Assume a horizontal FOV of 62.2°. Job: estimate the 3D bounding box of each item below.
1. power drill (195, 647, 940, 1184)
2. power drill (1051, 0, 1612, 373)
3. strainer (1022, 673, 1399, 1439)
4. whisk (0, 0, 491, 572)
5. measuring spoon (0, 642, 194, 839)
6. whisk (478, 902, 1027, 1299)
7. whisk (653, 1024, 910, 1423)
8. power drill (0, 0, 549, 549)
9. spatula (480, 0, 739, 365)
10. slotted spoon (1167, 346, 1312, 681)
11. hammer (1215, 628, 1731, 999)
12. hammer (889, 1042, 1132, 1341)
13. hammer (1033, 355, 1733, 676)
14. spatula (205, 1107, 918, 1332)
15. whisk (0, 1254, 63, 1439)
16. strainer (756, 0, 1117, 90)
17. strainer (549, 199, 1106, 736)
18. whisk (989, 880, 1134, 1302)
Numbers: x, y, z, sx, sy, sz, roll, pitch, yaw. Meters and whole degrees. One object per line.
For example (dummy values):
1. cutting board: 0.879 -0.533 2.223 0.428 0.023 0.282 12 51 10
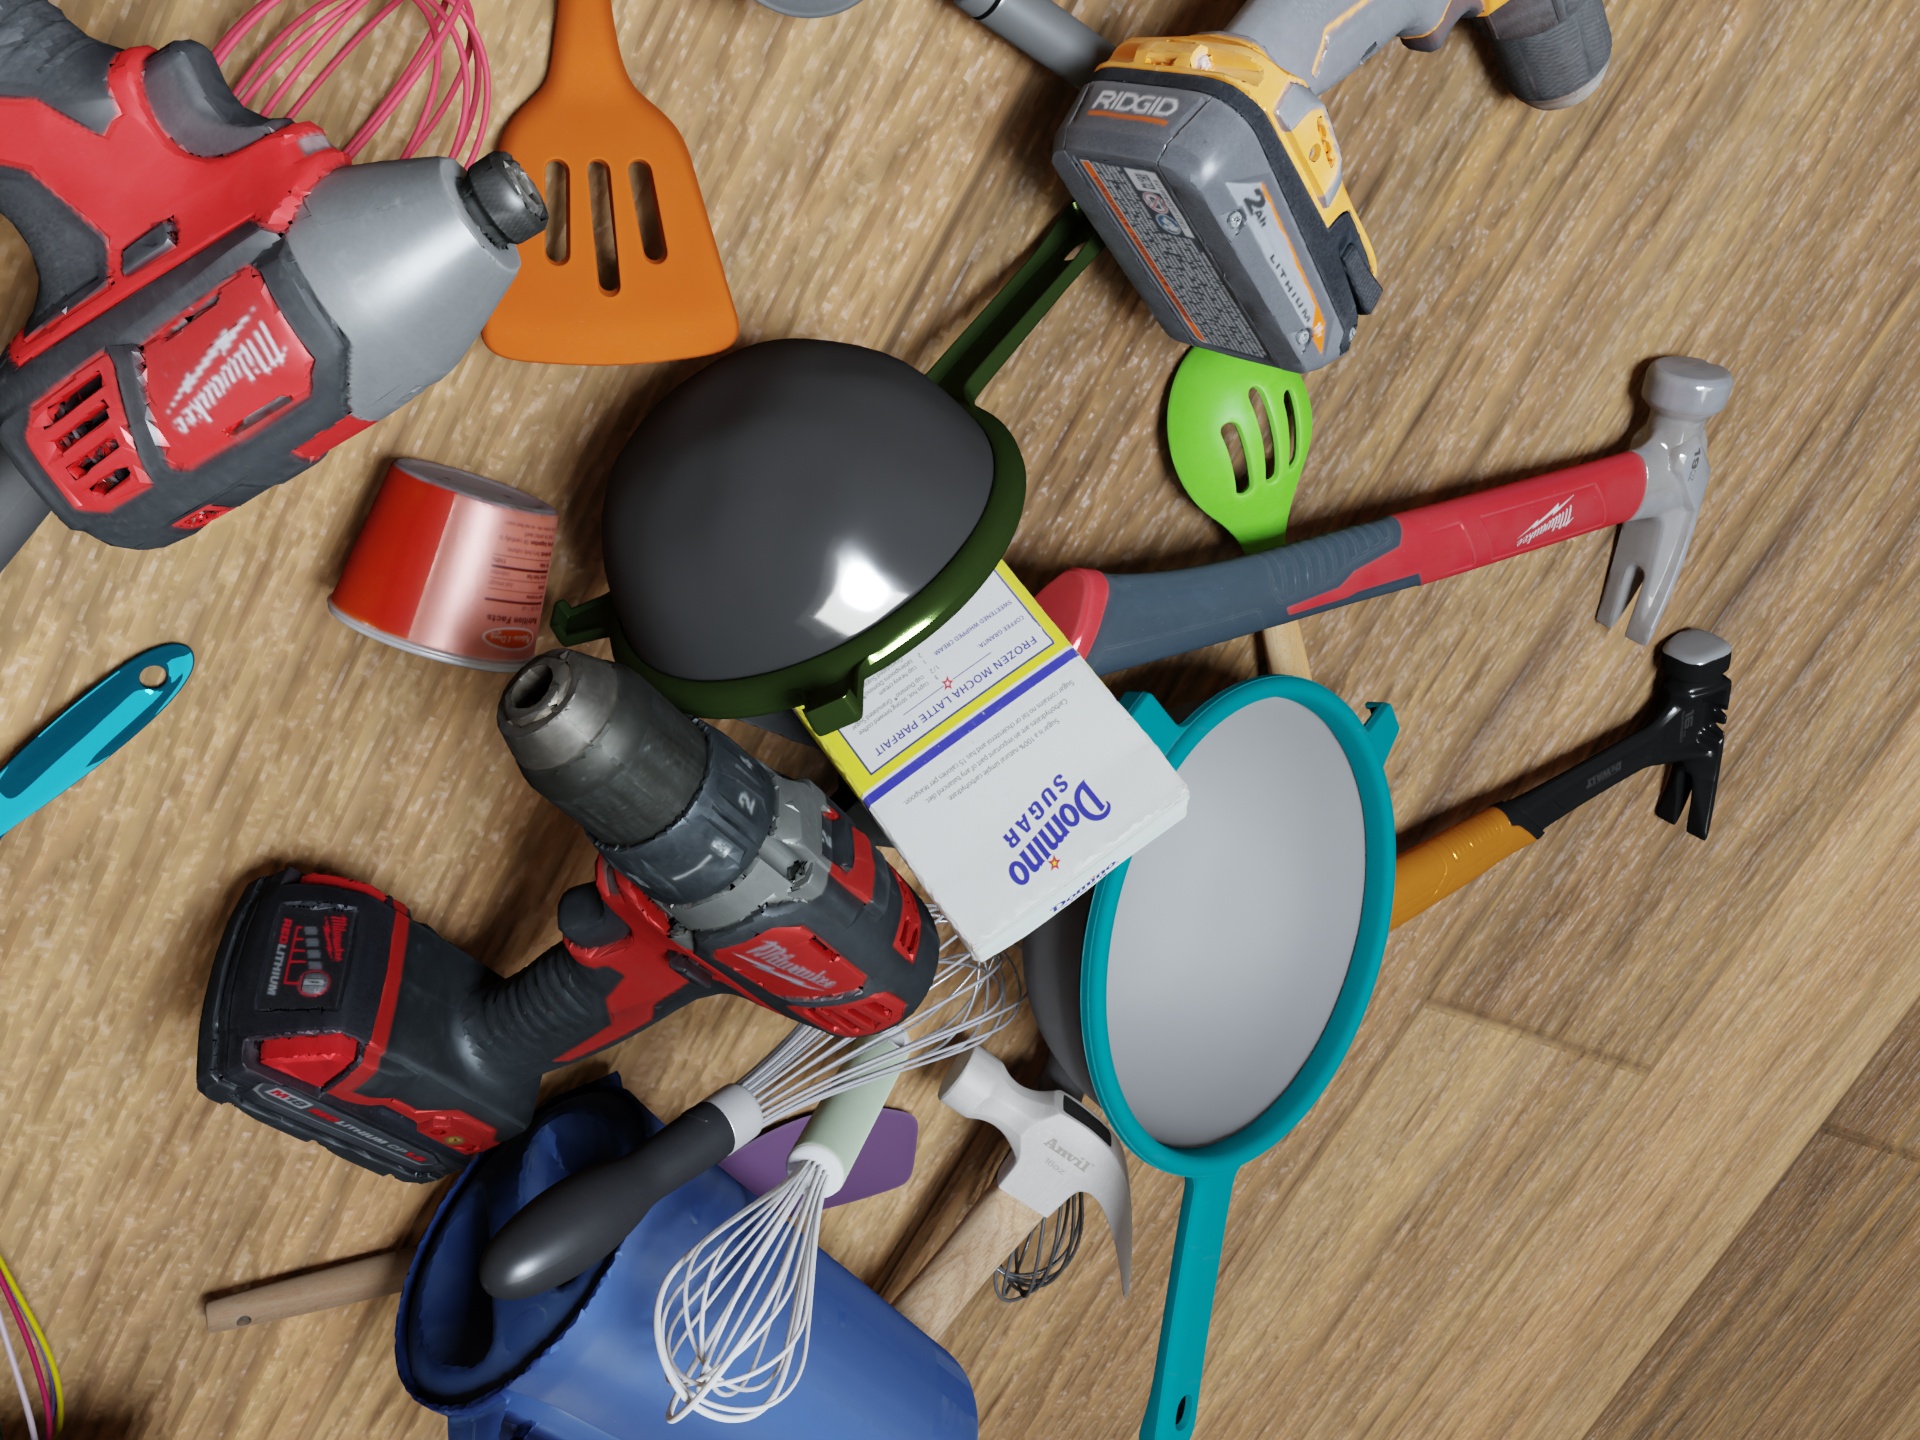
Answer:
1. power drill: -0.142 0.067 0.521 0.226 0.080 0.187 -21 139 20
2. power drill: 0.152 -0.234 0.570 0.226 0.084 0.185 -55 136 -6
3. strainer: 0.086 0.143 0.695 0.211 0.095 0.340 1 99 -45
4. whisk: -0.239 -0.105 0.459 0.296 0.073 0.073 -45 128 7
5. measuring spoon: -0.305 0.017 0.520 0.128 0.021 0.042 -43 128 -12
6. whisk: -0.068 0.138 0.615 0.284 0.070 0.070 -26 131 -48
7. whisk: -0.060 0.183 0.626 0.058 0.246 0.059 40 112 -1
8. power drill: -0.205 -0.163 0.372 0.143 0.079 0.219 -27 108 11
9. spatula: -0.107 -0.265 0.448 0.081 0.041 0.322 -6 118 -17
10. slotted spoon: 0.150 -0.032 0.727 0.070 0.031 0.313 -32 128 -15
11. hammer: 0.271 0.068 0.828 0.337 0.034 0.127 -24 125 -20
12. hammer: -0.032 0.312 0.788 0.130 0.031 0.331 34 108 -5
13. hammer: 0.190 -0.060 0.696 0.386 0.038 0.143 -17 126 -28
14. spatula: -0.162 0.221 0.707 0.315 0.018 0.059 -7 117 -26
15. whisk: -0.361 0.195 0.571 0.047 0.051 0.244 -3 115 -21
16. strainer: -0.002 -0.242 0.519 0.258 0.050 0.087 16 97 -40
17. strainer: -0.029 -0.114 0.527 0.256 0.152 0.069 -52 134 -22
18. whisk: 0.052 0.185 0.785 0.055 0.055 0.239 2 111 -29
